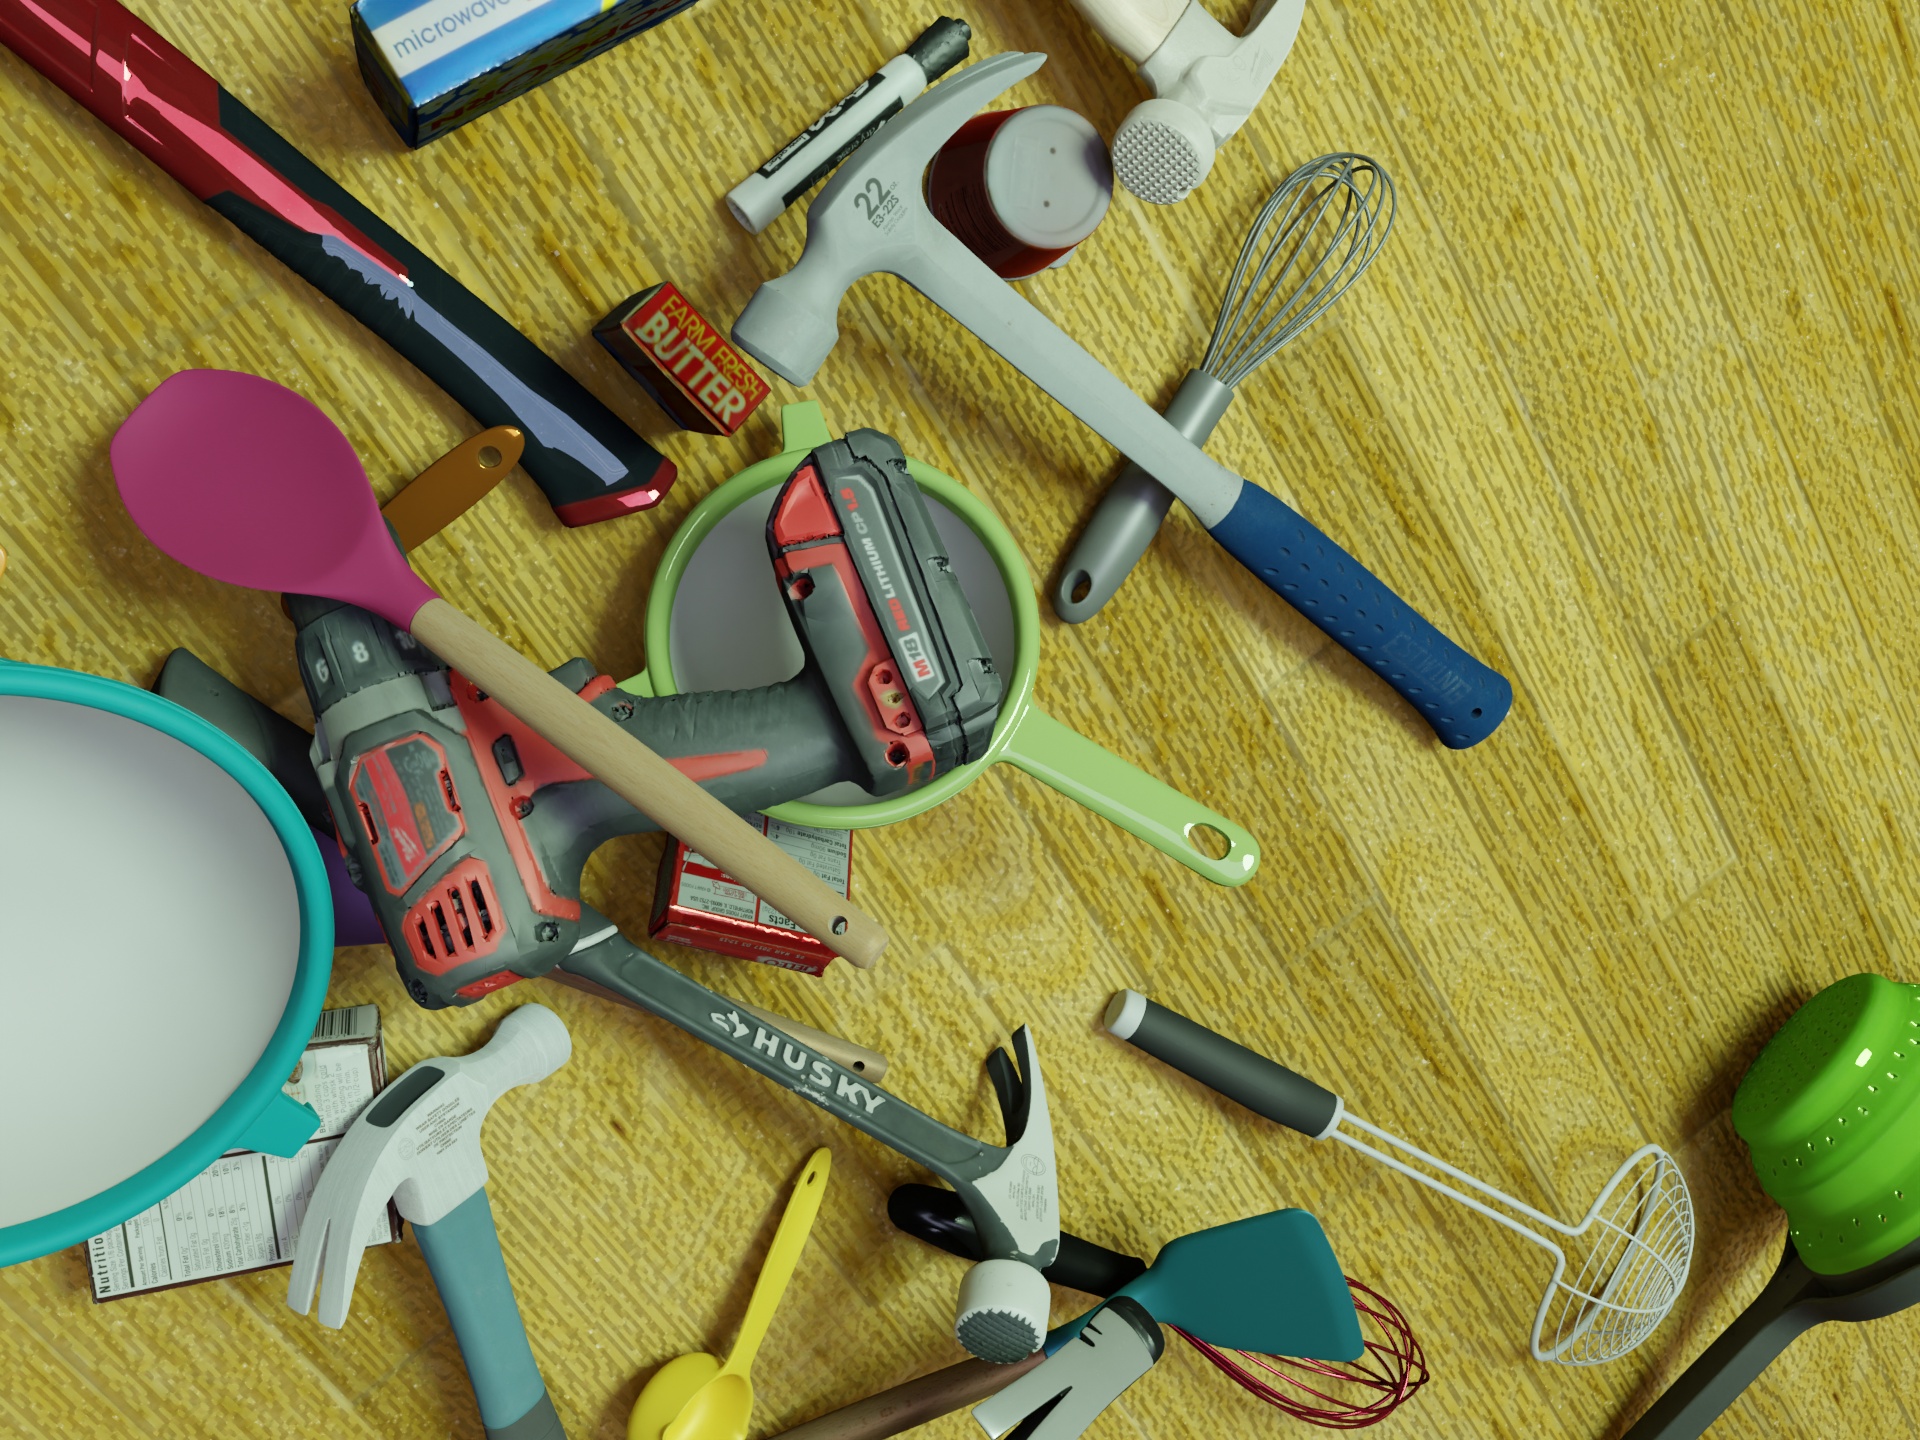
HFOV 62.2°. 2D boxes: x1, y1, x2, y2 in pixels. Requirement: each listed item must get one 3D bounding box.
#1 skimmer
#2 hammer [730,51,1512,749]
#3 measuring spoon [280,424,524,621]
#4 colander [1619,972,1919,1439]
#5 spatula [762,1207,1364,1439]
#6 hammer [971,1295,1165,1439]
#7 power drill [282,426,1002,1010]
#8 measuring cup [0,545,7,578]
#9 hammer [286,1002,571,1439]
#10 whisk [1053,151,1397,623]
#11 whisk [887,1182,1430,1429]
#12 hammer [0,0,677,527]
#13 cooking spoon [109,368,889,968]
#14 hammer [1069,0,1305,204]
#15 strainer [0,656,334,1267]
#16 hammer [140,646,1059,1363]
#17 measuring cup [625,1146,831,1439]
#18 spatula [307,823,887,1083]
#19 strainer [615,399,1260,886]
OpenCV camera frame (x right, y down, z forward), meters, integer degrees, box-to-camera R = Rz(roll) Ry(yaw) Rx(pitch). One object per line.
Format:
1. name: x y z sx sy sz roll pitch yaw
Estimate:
1. skimmer: 0.222 0.216 0.799 0.363 0.090 0.127 29 90 -11
2. hammer: 0.106 -0.101 0.658 0.405 0.035 0.144 32 98 -31
3. measuring spoon: -0.206 -0.070 0.586 0.117 0.011 0.021 -35 118 11
4. colander: 0.427 0.264 0.843 0.094 0.204 0.397 39 103 12
5. spatula: 0.014 0.291 0.695 0.317 0.044 0.082 -22 107 1
6. hammer: -0.048 0.370 0.659 0.034 0.127 0.337 46 109 20
7. power drill: -0.117 -0.025 0.555 0.226 0.080 0.188 -23 81 -6
8. measuring cup: -0.392 0.004 0.532 0.173 0.052 0.095 -45 110 -5
9. hammer: -0.178 0.290 0.651 0.128 0.033 0.330 -33 119 -48
10. whisk: 0.111 -0.143 0.687 0.055 0.055 0.239 32 93 -21
11. whisk: 0.099 0.271 0.751 0.295 0.073 0.073 24 91 -16
12. hammer: -0.249 -0.211 0.552 0.386 0.038 0.143 39 84 -21
13. cooking spoon: -0.152 -0.019 0.509 0.319 0.017 0.069 35 78 13
14. hammer: -0.033 -0.378 0.585 0.410 0.038 0.146 40 57 -16
15. strainer: -0.318 0.008 0.492 0.211 0.095 0.340 -9 116 -33
16. hammer: -0.127 0.094 0.621 0.408 0.149 0.036 34 122 -13
17. measuring cup: -0.099 0.257 0.695 0.062 0.029 0.156 42 68 -54
18. spatula: -0.169 0.093 0.645 0.315 0.018 0.060 24 90 -21
19. strainer: -0.001 -0.002 0.633 0.256 0.069 0.151 30 78 0
